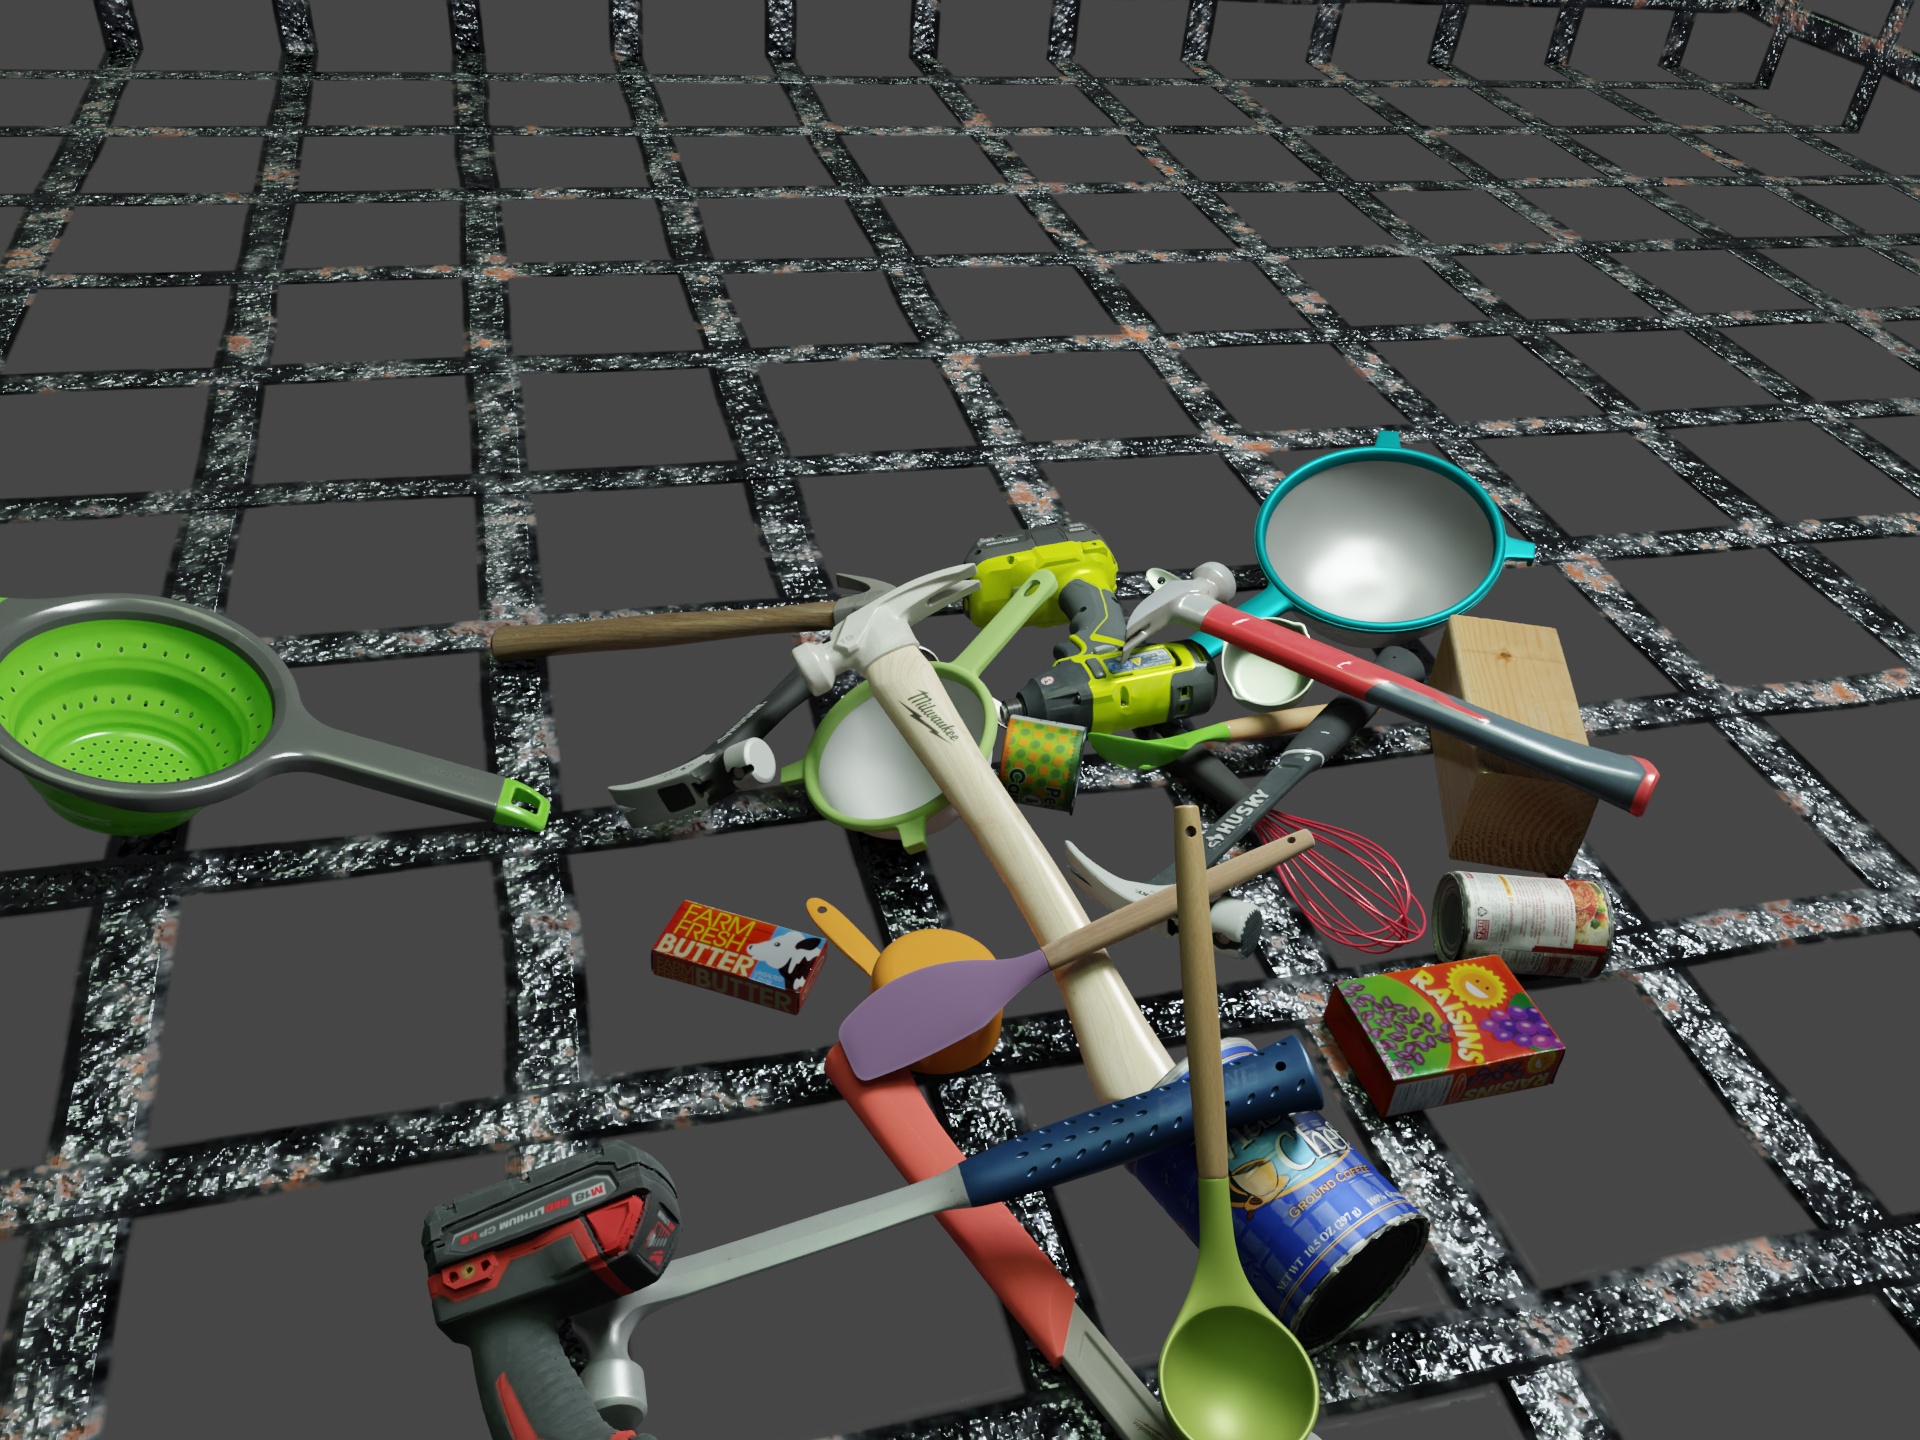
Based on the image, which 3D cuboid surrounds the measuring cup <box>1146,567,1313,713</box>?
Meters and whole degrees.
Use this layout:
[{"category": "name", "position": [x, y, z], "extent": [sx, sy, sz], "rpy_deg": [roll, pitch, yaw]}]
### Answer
[{"category": "measuring cup", "position": [0.218, -0.069, 1.307], "extent": [0.168, 0.038, 0.083], "rpy_deg": [40, 82, 22]}]

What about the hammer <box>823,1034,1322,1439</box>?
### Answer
[{"category": "hammer", "position": [0.026, 0.304, 0.857], "extent": [0.149, 0.036, 0.359], "rpy_deg": [-21, 46, -30]}]

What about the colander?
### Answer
[{"category": "colander", "position": [-0.491, 0.035, 1.107], "extent": [0.397, 0.094, 0.205], "rpy_deg": [18, 35, -14]}]

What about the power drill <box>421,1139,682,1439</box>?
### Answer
[{"category": "power drill", "position": [-0.146, 0.316, 0.732], "extent": [0.188, 0.080, 0.227], "rpy_deg": [-19, 57, -5]}]

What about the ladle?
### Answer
[{"category": "ladle", "position": [0.127, 0.200, 0.789], "extent": [0.078, 0.062, 0.320], "rpy_deg": [-2, 81, -7]}]

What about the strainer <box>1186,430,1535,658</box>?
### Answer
[{"category": "strainer", "position": [0.313, -0.103, 1.392], "extent": [0.340, 0.095, 0.211], "rpy_deg": [-31, 56, -11]}]

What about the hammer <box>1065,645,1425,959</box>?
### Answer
[{"category": "hammer", "position": [0.232, 0.038, 1.146], "extent": [0.149, 0.036, 0.409], "rpy_deg": [15, 34, 35]}]

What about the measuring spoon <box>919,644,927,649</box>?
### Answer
[{"category": "measuring spoon", "position": [-0.041, -0.011, 1.275], "extent": [0.042, 0.021, 0.129], "rpy_deg": [8, 46, -11]}]

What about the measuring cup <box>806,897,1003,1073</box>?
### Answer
[{"category": "measuring cup", "position": [-0.043, 0.152, 1.029], "extent": [0.095, 0.052, 0.174], "rpy_deg": [-26, 50, -35]}]

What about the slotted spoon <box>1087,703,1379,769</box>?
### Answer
[{"category": "slotted spoon", "position": [0.222, 0.007, 1.229], "extent": [0.313, 0.031, 0.070], "rpy_deg": [-8, 9, -37]}]

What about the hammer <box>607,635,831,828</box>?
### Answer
[{"category": "hammer", "position": [-0.137, -0.016, 1.213], "extent": [0.146, 0.035, 0.335], "rpy_deg": [-20, 16, 30]}]

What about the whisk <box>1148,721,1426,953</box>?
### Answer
[{"category": "whisk", "position": [0.228, 0.078, 1.163], "extent": [0.073, 0.073, 0.296], "rpy_deg": [-15, 36, -25]}]

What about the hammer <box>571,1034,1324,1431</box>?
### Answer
[{"category": "hammer", "position": [-0.009, 0.244, 0.841], "extent": [0.405, 0.035, 0.144], "rpy_deg": [-18, 40, -2]}]

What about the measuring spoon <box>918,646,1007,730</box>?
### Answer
[{"category": "measuring spoon", "position": [0.002, -0.018, 1.272], "extent": [0.124, 0.018, 0.034], "rpy_deg": [33, 47, 5]}]

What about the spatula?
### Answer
[{"category": "spatula", "position": [0.074, 0.134, 0.969], "extent": [0.316, 0.018, 0.060], "rpy_deg": [-23, 47, -7]}]

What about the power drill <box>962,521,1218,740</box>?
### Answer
[{"category": "power drill", "position": [0.088, -0.070, 1.304], "extent": [0.171, 0.080, 0.223], "rpy_deg": [-11, 39, -14]}]

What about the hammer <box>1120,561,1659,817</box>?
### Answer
[{"category": "hammer", "position": [0.306, -0.016, 1.160], "extent": [0.386, 0.038, 0.143], "rpy_deg": [26, 39, 27]}]

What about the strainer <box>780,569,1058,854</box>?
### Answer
[{"category": "strainer", "position": [-0.002, -0.004, 1.177], "extent": [0.152, 0.069, 0.256], "rpy_deg": [23, 64, 40]}]

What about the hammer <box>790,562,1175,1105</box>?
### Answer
[{"category": "hammer", "position": [0.036, 0.070, 1.043], "extent": [0.146, 0.038, 0.411], "rpy_deg": [-29, 61, -5]}]

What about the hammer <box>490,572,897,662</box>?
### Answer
[{"category": "hammer", "position": [-0.209, -0.075, 1.260], "extent": [0.331, 0.031, 0.130], "rpy_deg": [-4, 21, 8]}]
